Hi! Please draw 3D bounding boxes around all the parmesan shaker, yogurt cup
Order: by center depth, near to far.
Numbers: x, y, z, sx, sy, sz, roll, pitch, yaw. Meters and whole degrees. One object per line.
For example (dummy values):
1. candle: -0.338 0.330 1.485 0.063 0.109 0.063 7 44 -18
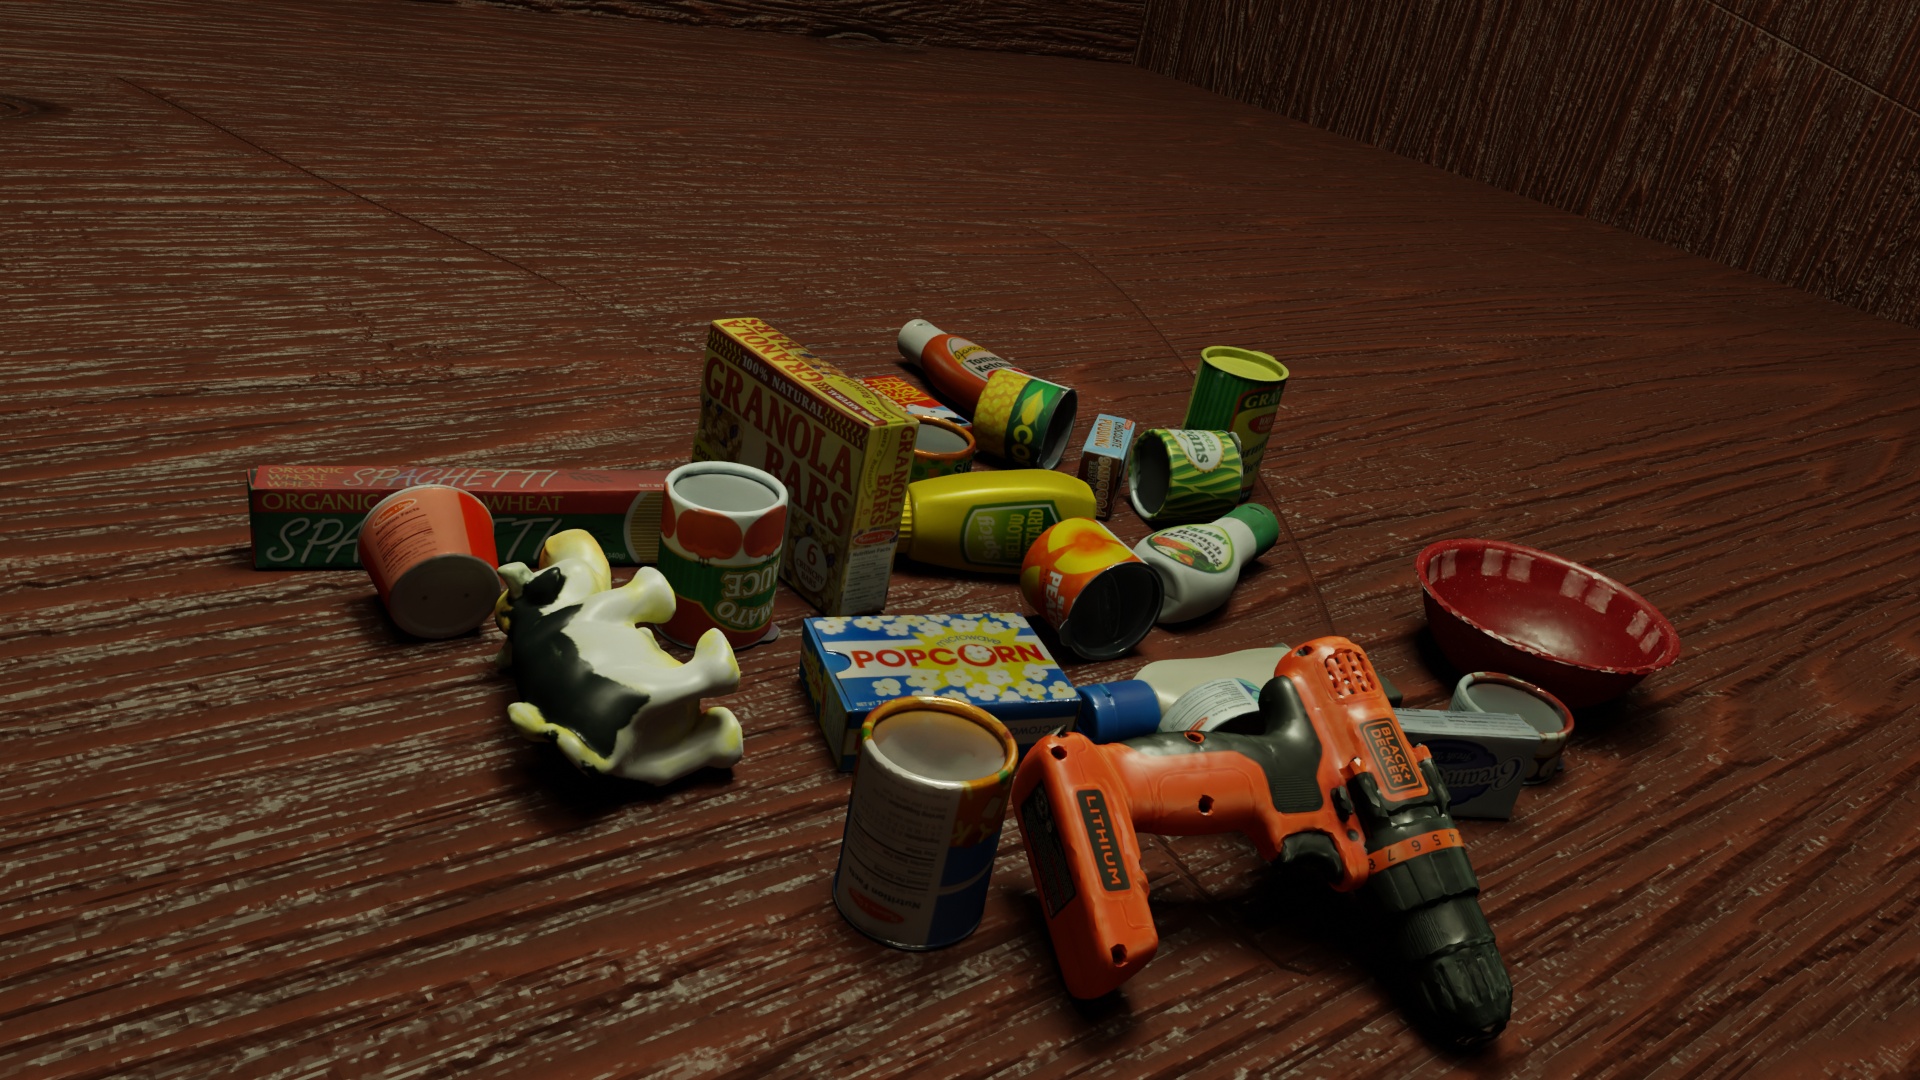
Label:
1. yogurt cup: -0.269 0.013 0.711 0.072 0.072 0.054 -5 39 -31
2. parmesan shaker: 0.204 -0.088 1.054 0.071 0.102 0.071 9 27 -4

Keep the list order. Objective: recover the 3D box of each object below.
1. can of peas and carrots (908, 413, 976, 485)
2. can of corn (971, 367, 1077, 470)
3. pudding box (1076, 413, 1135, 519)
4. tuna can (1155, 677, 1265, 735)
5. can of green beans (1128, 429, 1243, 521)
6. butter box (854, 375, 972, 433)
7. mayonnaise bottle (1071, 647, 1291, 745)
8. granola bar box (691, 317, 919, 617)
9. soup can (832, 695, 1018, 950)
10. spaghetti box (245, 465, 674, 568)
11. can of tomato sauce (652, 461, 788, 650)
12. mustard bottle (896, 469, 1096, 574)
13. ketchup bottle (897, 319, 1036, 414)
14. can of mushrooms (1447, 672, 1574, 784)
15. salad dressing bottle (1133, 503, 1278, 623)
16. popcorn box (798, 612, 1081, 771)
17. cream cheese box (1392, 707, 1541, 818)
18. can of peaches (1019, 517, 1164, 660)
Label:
1. can of peas and carrots: -0.024 -0.045 0.927 0.071 0.058 0.071 9 27 -4
2. can of corn: 0.047 -0.088 1.037 0.058 0.070 0.071 20 27 18
3. pudding box: 0.105 -0.055 1.009 0.030 0.049 0.084 14 26 8
4. tuna can: 0.133 0.105 0.689 0.071 0.070 0.033 0 27 -22
5. can of green beans: 0.160 -0.047 0.996 0.058 0.071 0.071 0 28 -21
6. butter box: -0.043 -0.095 1.058 0.053 0.024 0.104 -13 35 -39
7. mayonnaise bottle: 0.128 0.089 0.744 0.148 0.041 0.065 -3 28 -25
8. granola bar box: -0.099 -0.046 0.826 0.039 0.123 0.166 -11 34 -41
9. soup can: -0.014 0.116 0.584 0.071 0.083 0.071 9 26 -4
10. spaghetti box: -0.261 -0.013 0.779 0.250 0.050 0.029 0 27 -22
11. can of tomato sauce: -0.129 0.008 0.752 0.071 0.082 0.071 9 26 -4
12. mustard bottle: 0.003 -0.011 0.871 0.160 0.065 0.049 -1 23 -11
13. ketchup bottle: 0.003 -0.140 1.145 0.065 0.043 0.149 -10 33 -36
14. can of mushrooms: 0.314 0.106 0.791 0.071 0.033 0.071 9 26 -4
15. salad dressing bottle: 0.161 0.011 0.908 0.064 0.043 0.148 28 30 27
16. popcorn box: -0.012 0.075 0.717 0.127 0.038 0.085 0 30 -23
17. cream cheese box: 0.245 0.115 0.723 0.104 0.053 0.024 5 25 -13
18. can of peaches: 0.074 0.028 0.814 0.071 0.071 0.058 -4 30 -29
